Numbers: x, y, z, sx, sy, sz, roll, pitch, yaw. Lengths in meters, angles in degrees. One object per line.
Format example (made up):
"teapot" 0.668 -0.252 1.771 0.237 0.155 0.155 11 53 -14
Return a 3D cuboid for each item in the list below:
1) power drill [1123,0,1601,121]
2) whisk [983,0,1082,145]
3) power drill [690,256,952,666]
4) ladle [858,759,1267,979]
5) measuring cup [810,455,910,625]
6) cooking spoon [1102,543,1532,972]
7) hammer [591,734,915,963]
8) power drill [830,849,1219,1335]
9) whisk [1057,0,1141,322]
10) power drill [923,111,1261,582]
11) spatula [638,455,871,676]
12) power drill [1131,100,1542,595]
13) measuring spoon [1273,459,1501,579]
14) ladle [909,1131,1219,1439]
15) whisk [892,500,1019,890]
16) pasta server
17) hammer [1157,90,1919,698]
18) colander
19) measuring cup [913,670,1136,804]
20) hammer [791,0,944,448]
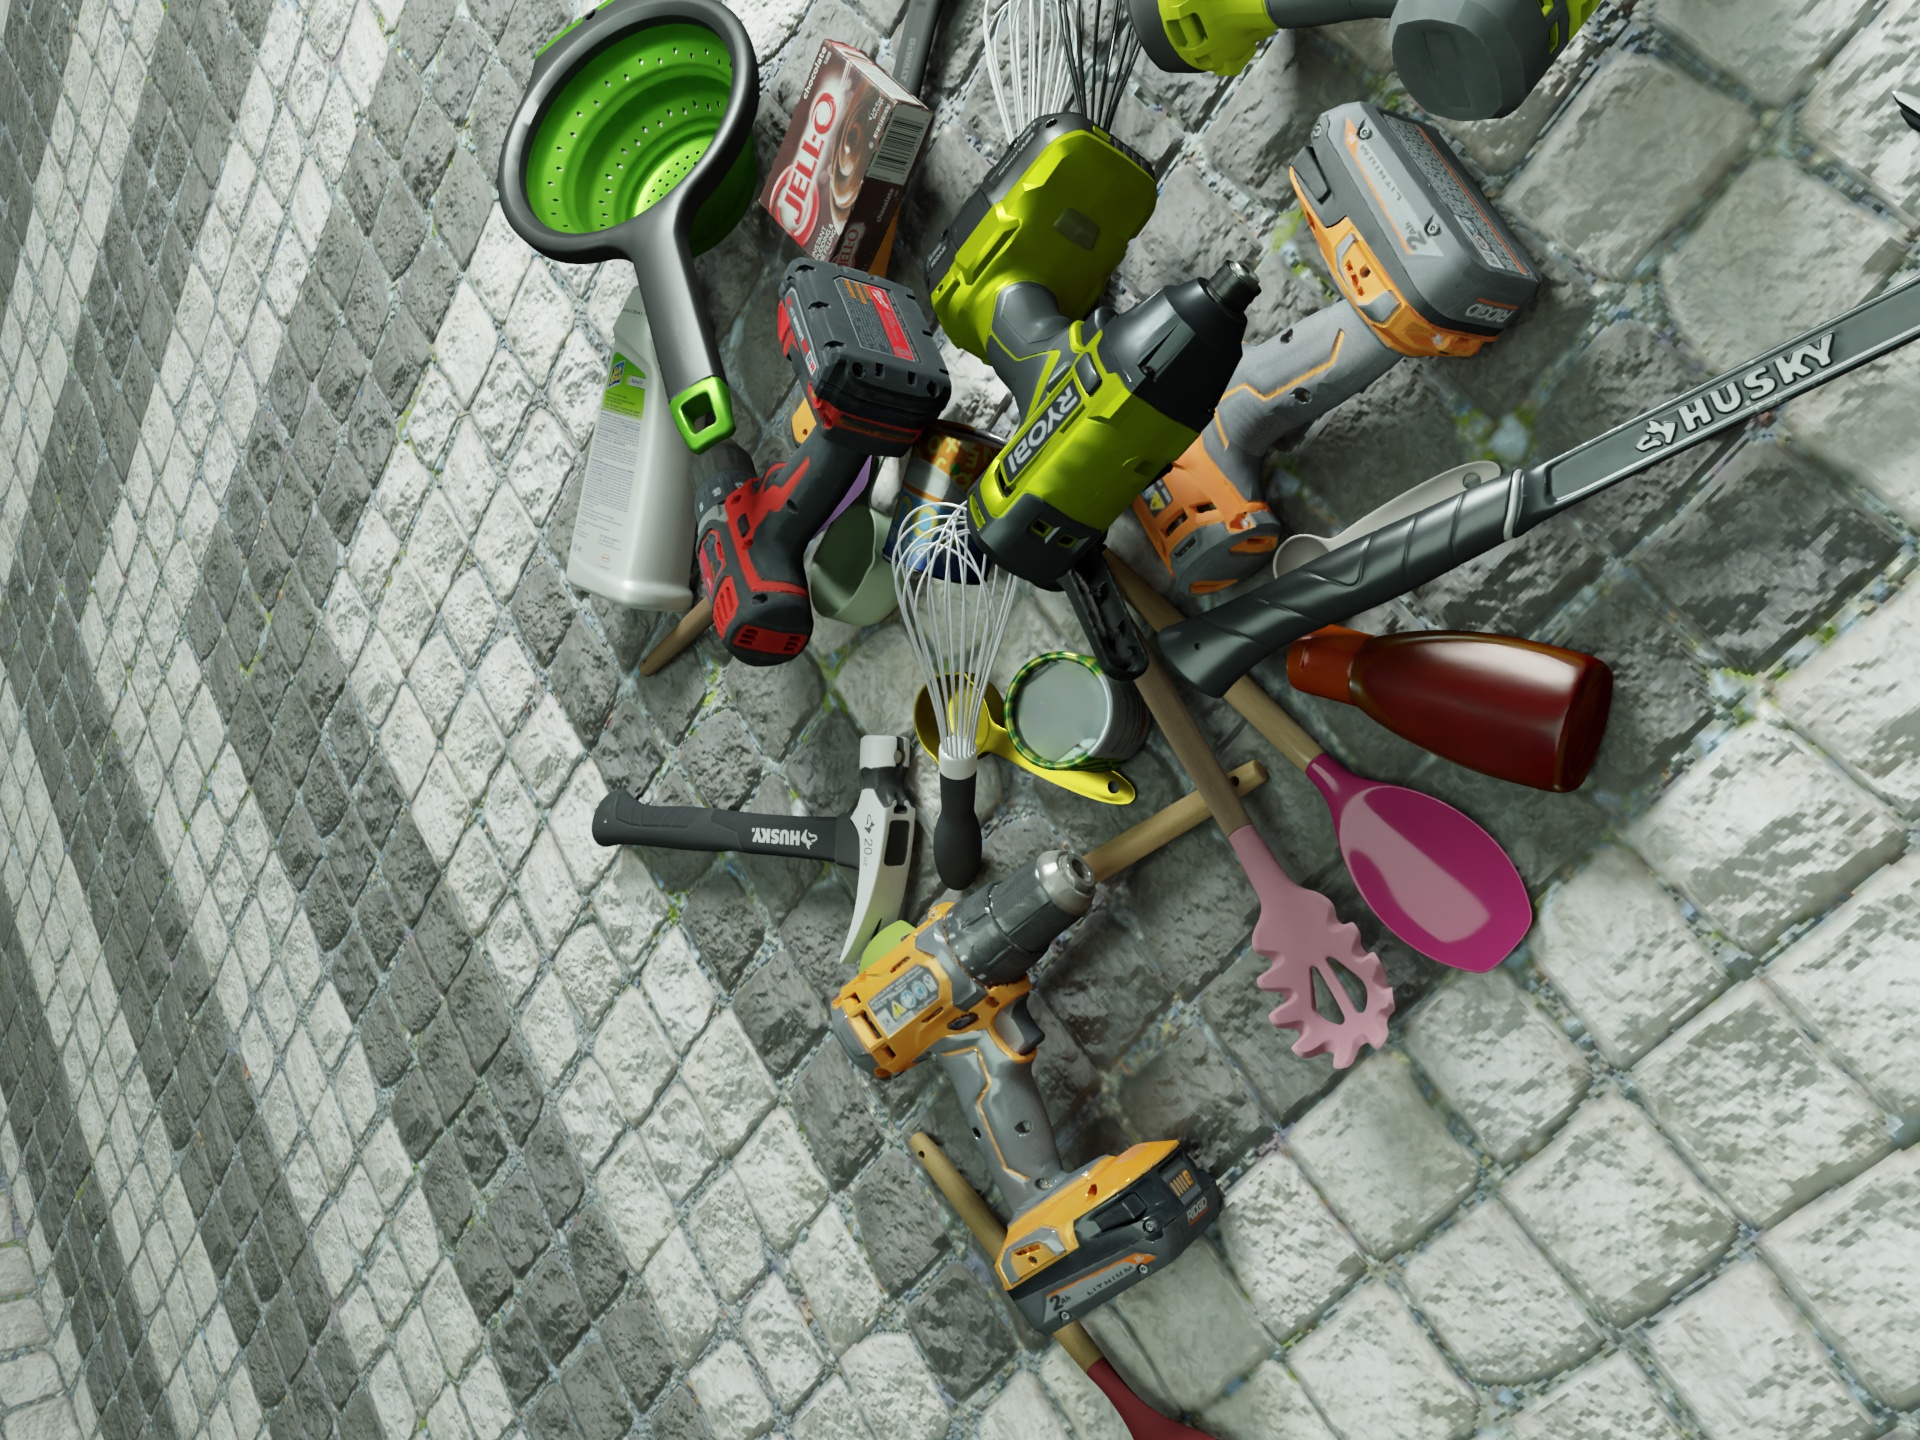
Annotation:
"power drill" 0.200 -0.359 0.709 0.229 0.080 0.190 27 74 44
"whisk" 0.040 -0.311 0.920 0.059 0.057 0.246 -150 60 -76
"power drill" -0.105 -0.169 0.981 0.226 0.080 0.188 -56 39 36
"ladle" 0.054 0.104 0.932 0.320 0.062 0.078 -35 66 31
"measuring cup" -0.047 -0.140 1.016 0.083 0.038 0.167 11 82 57
"cooking spoon" 0.168 0.005 0.826 0.319 0.017 0.068 48 116 30
"hammer" -0.158 0.084 1.122 0.335 0.035 0.146 -1 86 44
"power drill" 0.048 0.197 0.880 0.185 0.084 0.226 -42 75 28
"whisk" 0.072 -0.325 0.884 0.055 0.055 0.239 17 107 42
"power drill" 0.060 -0.196 0.781 0.171 0.080 0.223 -47 37 30
"spatula" -0.147 -0.103 1.104 0.316 0.018 0.060 -35 40 44
"power drill" 0.152 -0.191 0.792 0.226 0.084 0.164 -45 63 40
"measuring spoon" 0.211 -0.096 0.787 0.124 0.018 0.034 -28 86 34
"ladle" 0.065 0.358 0.936 0.316 0.031 0.069 44 119 35
"whisk" 0.000 -0.003 0.900 0.070 0.070 0.284 38 144 35
"pasta server" 0.130 0.034 0.826 0.060 0.040 0.316 -34 66 15
"hammer" 0.258 -0.108 0.693 0.409 0.036 0.149 -26 72 34
"colander" -0.185 -0.315 1.049 0.204 0.094 0.397 -27 60 15
"measuring cup" 0.042 0.015 0.949 0.157 0.029 0.062 23 109 28
"hammer" -0.046 -0.327 1.003 0.127 0.034 0.336 31 112 39
